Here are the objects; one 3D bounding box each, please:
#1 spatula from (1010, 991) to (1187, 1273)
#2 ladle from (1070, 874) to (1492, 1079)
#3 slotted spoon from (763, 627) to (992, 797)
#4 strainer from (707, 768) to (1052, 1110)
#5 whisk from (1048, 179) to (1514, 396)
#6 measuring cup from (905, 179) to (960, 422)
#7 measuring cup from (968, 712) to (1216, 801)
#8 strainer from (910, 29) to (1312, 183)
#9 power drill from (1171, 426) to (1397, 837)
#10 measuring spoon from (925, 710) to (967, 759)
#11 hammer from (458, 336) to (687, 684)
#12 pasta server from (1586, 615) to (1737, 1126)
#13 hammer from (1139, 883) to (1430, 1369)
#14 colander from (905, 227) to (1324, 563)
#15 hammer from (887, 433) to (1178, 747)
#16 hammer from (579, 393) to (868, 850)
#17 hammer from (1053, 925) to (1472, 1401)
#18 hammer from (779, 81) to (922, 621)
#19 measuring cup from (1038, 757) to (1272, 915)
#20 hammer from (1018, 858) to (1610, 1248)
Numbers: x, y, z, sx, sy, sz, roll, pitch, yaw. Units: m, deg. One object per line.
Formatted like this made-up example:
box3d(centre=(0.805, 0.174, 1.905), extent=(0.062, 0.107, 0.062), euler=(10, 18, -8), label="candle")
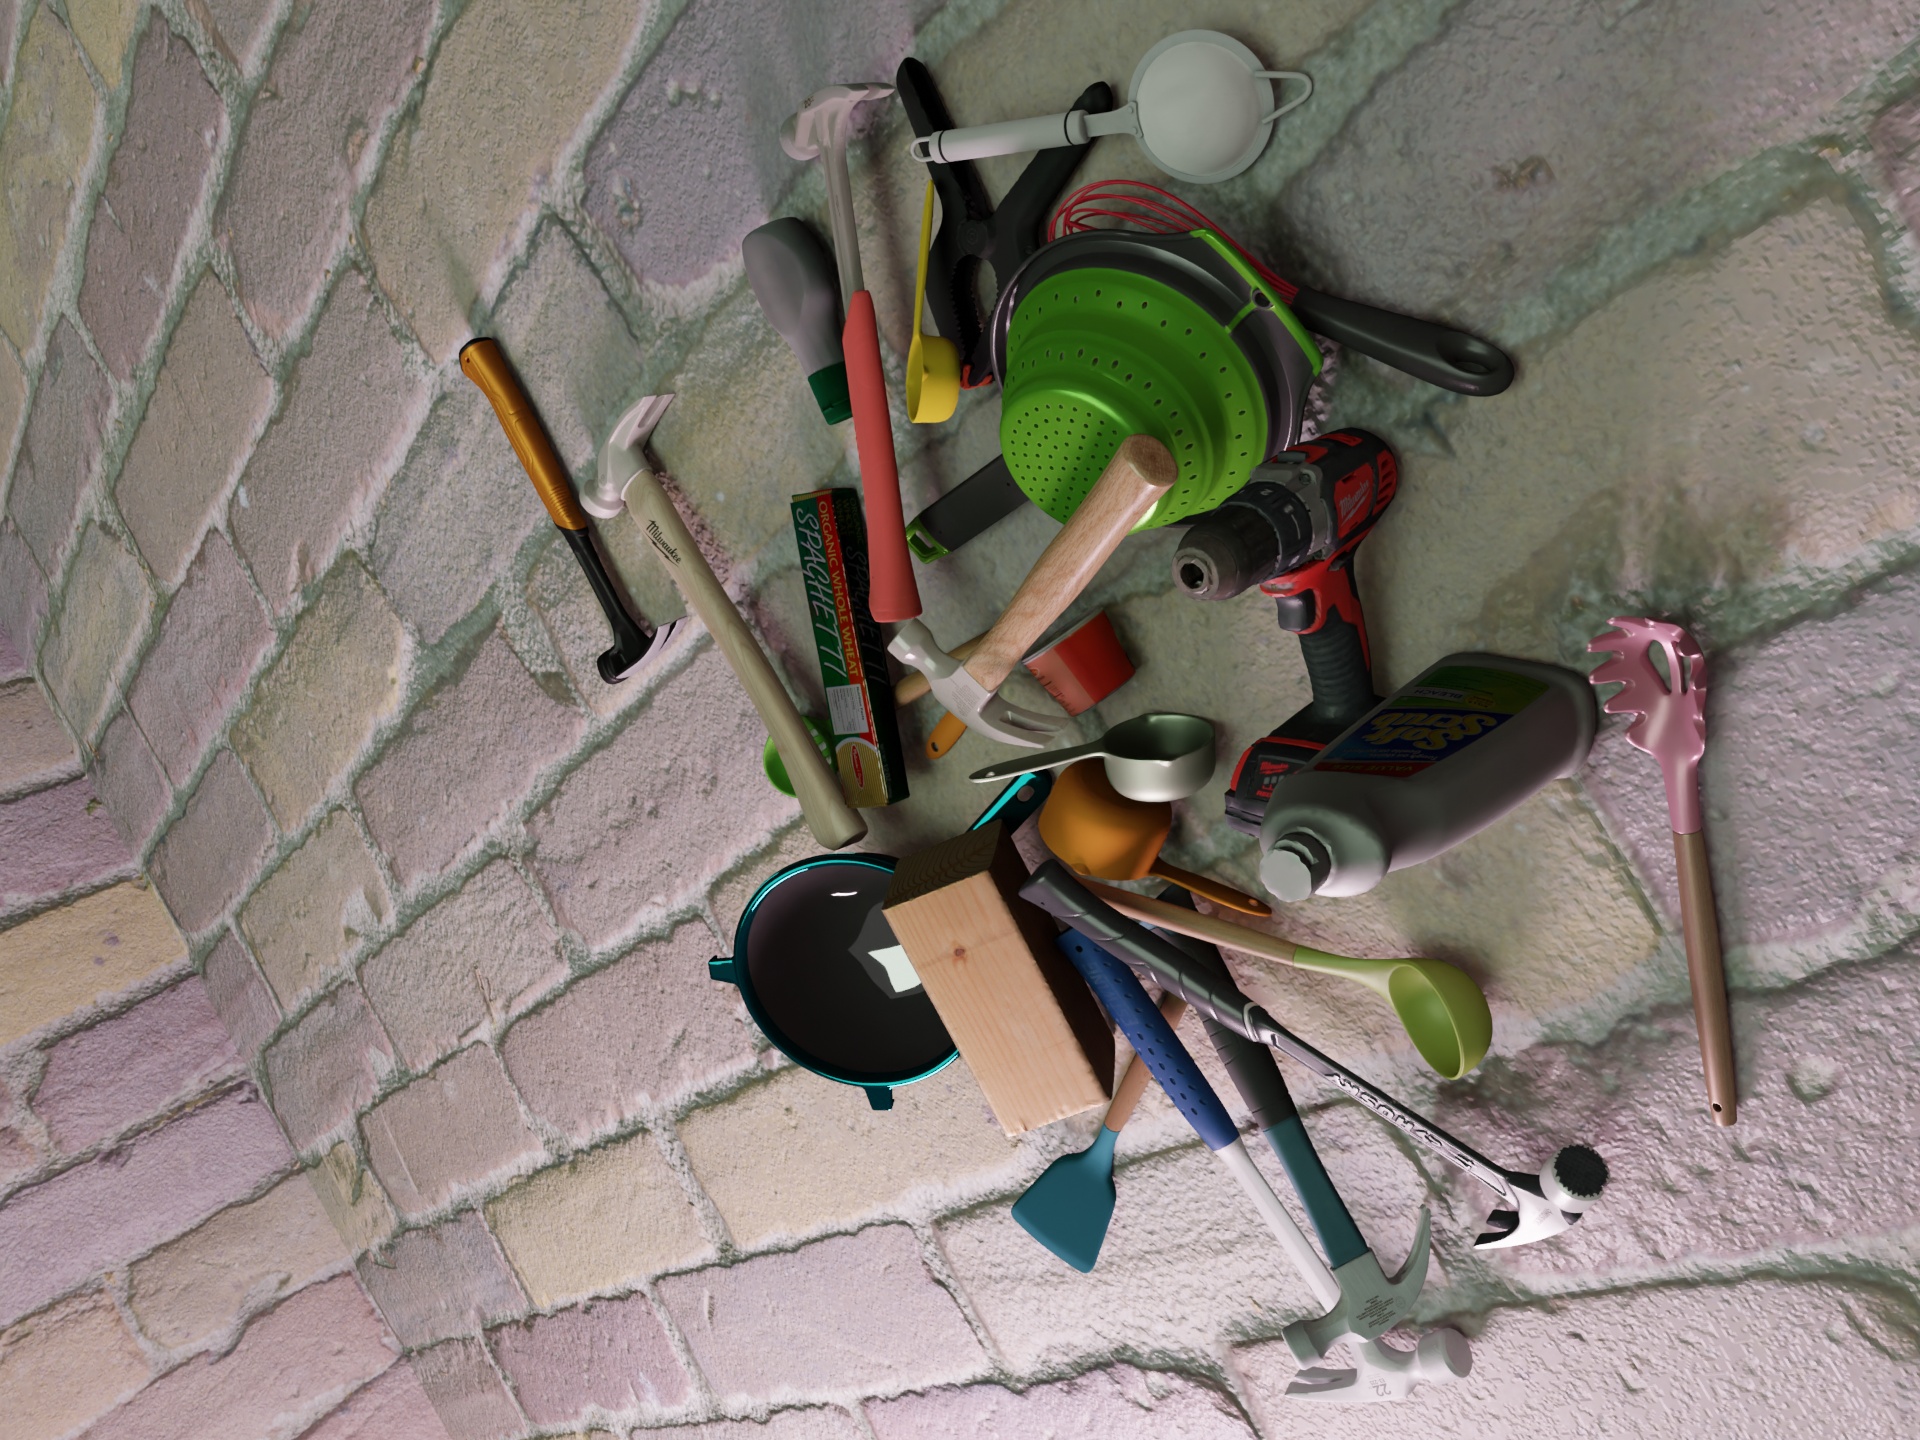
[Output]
box3d(centre=(0.123, 0.305, 1.237), extent=(0.082, 0.044, 0.317), euler=(34, 128, 21), label="spatula")
box3d(centre=(0.195, 0.157, 1.061), extent=(0.320, 0.062, 0.078), euler=(15, 135, 29), label="ladle")
box3d(centre=(-0.059, -0.011, 1.268), extent=(0.314, 0.031, 0.070), euler=(-30, 86, 44), label="slotted spoon")
box3d(centre=(-0.034, 0.144, 1.283), extent=(0.211, 0.095, 0.340), euler=(40, 113, -3), label="strainer")
box3d(centre=(0.177, -0.244, 0.916), extent=(0.296, 0.073, 0.073), euler=(28, 126, 24), label="whisk")
box3d(centre=(-0.014, -0.272, 1.038), extent=(0.062, 0.029, 0.156), euler=(-160, 74, -77), label="measuring cup")
box3d(centre=(0.090, 0.036, 1.070), extent=(0.167, 0.083, 0.038), euler=(-12, 112, 0), label="measuring cup")
box3d(centre=(0.076, -0.349, 0.938), extent=(0.258, 0.050, 0.086), euler=(5, 129, 33), label="strainer")
box3d(centre=(0.191, -0.039, 0.911), extent=(0.080, 0.188, 0.226), euler=(11, 120, 39), label="power drill")
box3d(centre=(-0.002, -0.004, 1.228), extent=(0.021, 0.011, 0.117), euler=(50, 135, 13), label="measuring spoon")
box3d(centre=(-0.364, -0.202, 1.454), extent=(0.127, 0.034, 0.337), euler=(-30, 88, 47), label="hammer")
box3d(centre=(0.401, 0.088, 0.880), extent=(0.060, 0.040, 0.316), euler=(7, 116, 54), label="pasta server")
box3d(centre=(0.214, 0.266, 1.105), extent=(0.331, 0.128, 0.033), euler=(63, -178, 11), label="hammer")
box3d(centre=(0.049, -0.156, 1.011), extent=(0.204, 0.094, 0.397), euler=(45, 147, -12), label="colander")
box3d(centre=(0.053, -0.075, 0.992), extent=(0.130, 0.031, 0.331), euler=(43, 150, 2), label="hammer")
box3d(centre=(-0.187, -0.077, 1.321), extent=(0.411, 0.038, 0.146), euler=(58, 135, 13), label="hammer")
box3d(centre=(0.195, 0.319, 1.158), extent=(0.144, 0.035, 0.405), euler=(-38, 85, 38), label="hammer")
box3d(centre=(-0.063, -0.245, 1.098), extent=(0.149, 0.036, 0.359), euler=(-158, 58, -64), label="hammer")
box3d(centre=(0.141, 0.081, 1.100), extent=(0.173, 0.095, 0.052), euler=(23, 119, 11), label="measuring cup")
box3d(centre=(0.211, 0.211, 1.049), extent=(0.409, 0.036, 0.149), euler=(32, 151, 19), label="hammer")
